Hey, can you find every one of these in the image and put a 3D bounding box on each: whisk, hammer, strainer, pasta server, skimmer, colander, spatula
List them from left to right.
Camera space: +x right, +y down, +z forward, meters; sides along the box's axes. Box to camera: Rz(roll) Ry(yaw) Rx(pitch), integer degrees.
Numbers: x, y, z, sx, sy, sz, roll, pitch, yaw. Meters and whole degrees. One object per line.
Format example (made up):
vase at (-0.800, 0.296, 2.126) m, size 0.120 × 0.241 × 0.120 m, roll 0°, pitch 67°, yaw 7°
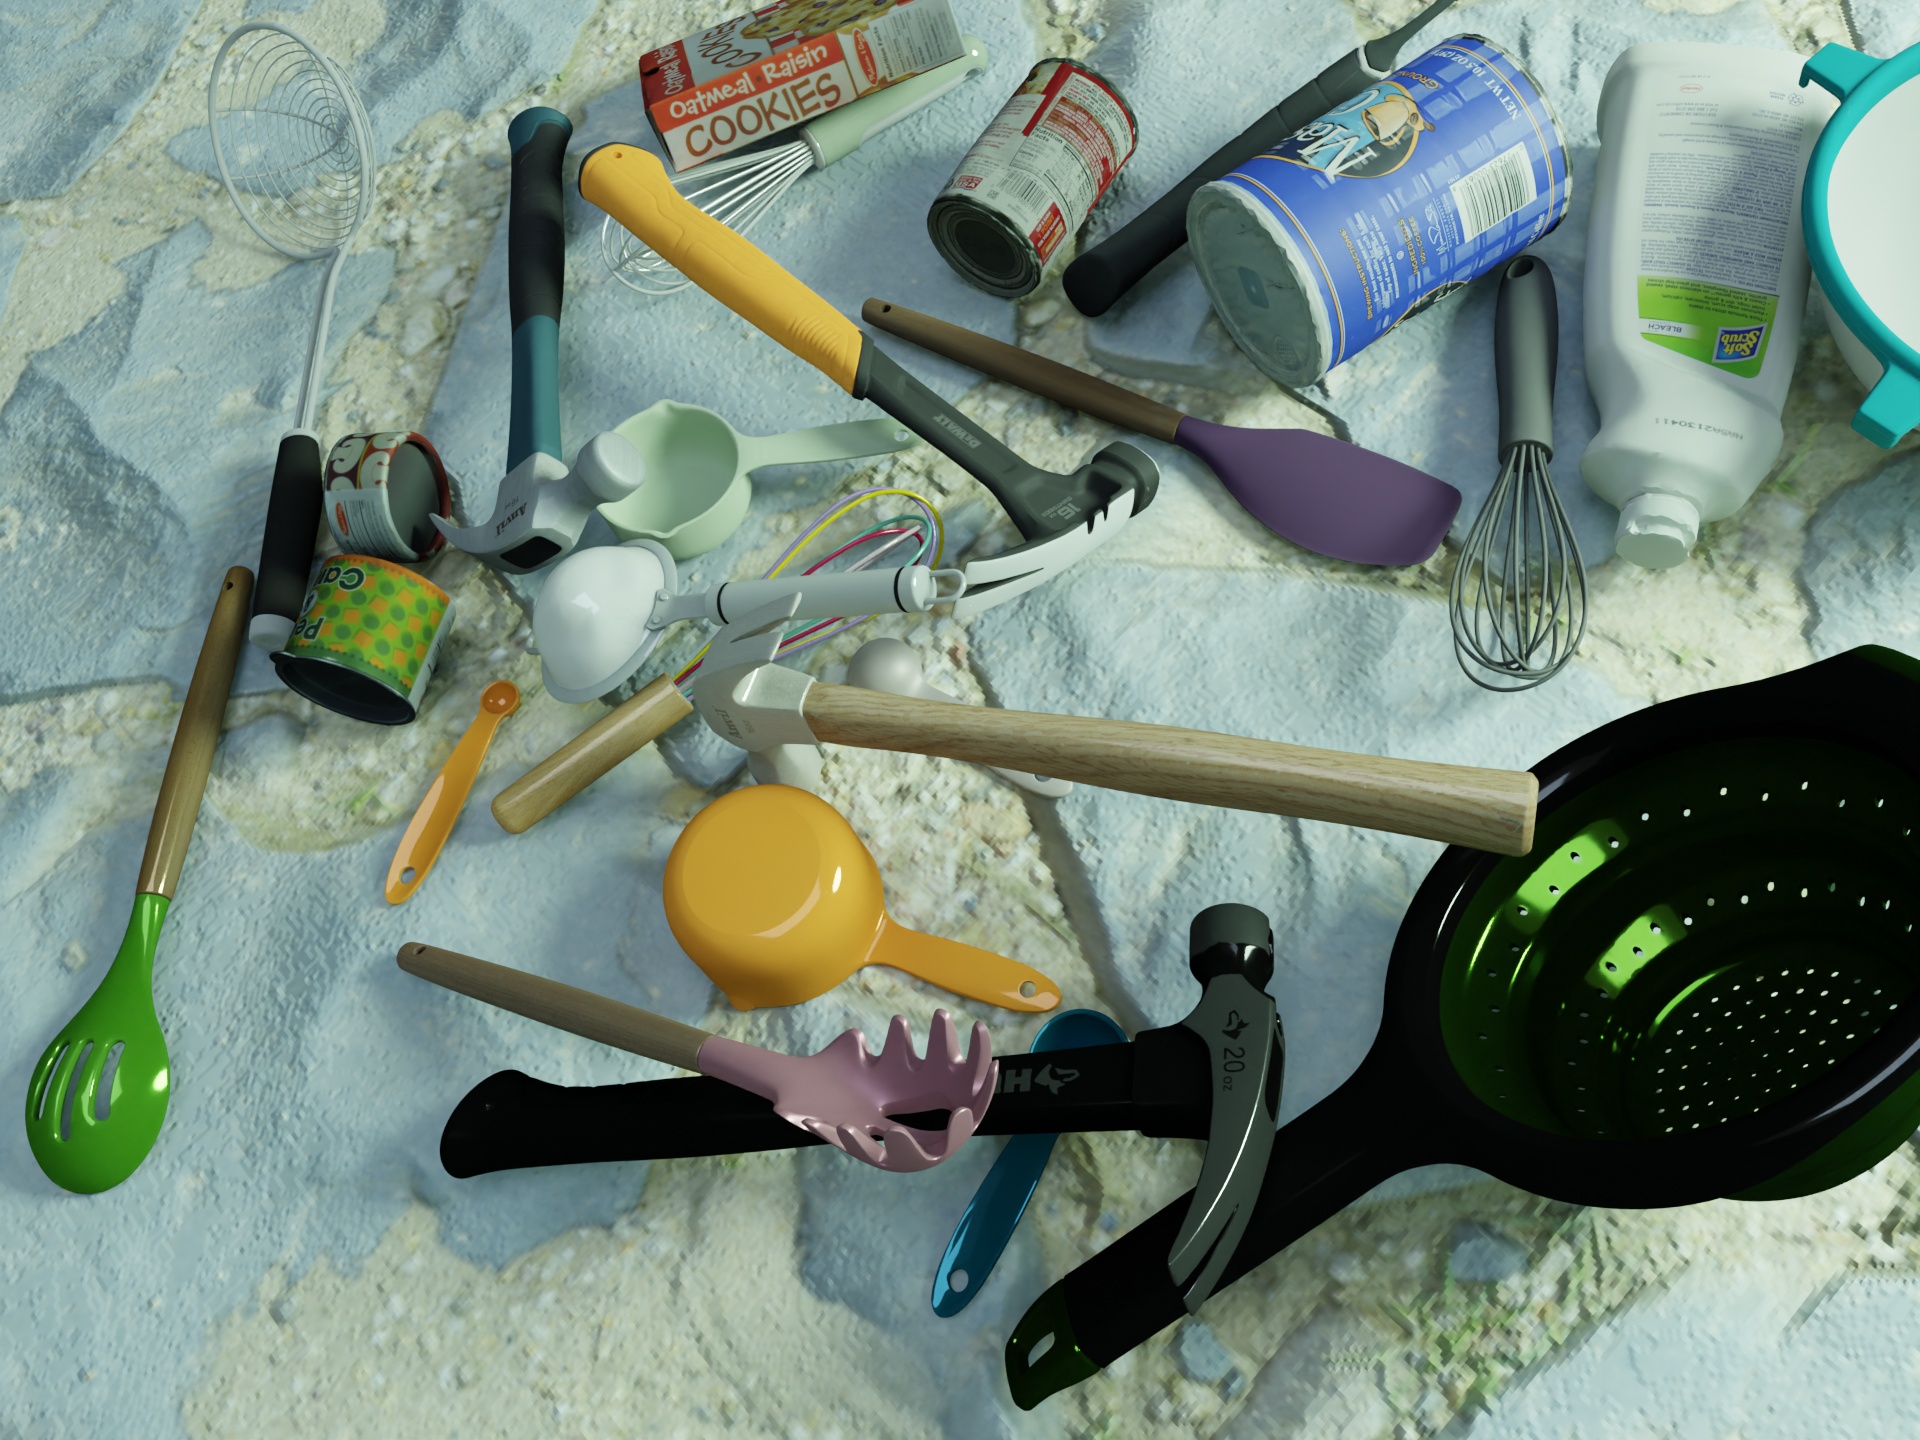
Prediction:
skimmer at (-0.375, -0.211, 0.853) m, size 0.127 × 0.090 × 0.364 m, roll -24°, pitch 58°, yaw 37°
hammer at (-0.221, -0.212, 0.832) m, size 0.128 × 0.033 × 0.331 m, roll -31°, pitch 50°, yaw 28°
pasta server at (-0.118, 0.117, 0.612) m, size 0.316 × 0.040 × 0.060 m, roll 8°, pitch 36°, yaw 35°
strainer at (-0.110, -0.052, 0.695) m, size 0.258 × 0.050 × 0.087 m, roll -2°, pitch 63°, yaw 30°
whisk at (-0.108, -0.023, 0.728) m, size 0.245 × 0.047 × 0.051 m, roll -36°, pitch 50°, yaw -2°
whisk at (-0.087, -0.309, 0.870) m, size 0.246 × 0.058 × 0.059 m, roll -34°, pitch 96°, yaw -9°
hammer at (-0.070, -0.177, 0.754) m, size 0.337 × 0.034 × 0.127 m, roll 40°, pitch 52°, yaw 20°
hammer at (-0.048, 0.150, 0.596) m, size 0.335 × 0.035 × 0.146 m, roll -8°, pitch 42°, yaw 18°
hammer at (0.047, 0.010, 0.612) m, size 0.331 × 0.129 × 0.031 m, roll 8°, pitch 63°, yaw 20°
spatula at (0.082, -0.146, 0.760) m, size 0.316 × 0.018 × 0.060 m, roll 27°, pitch 72°, yaw 22°
hammer at (0.216, -0.338, 0.790) m, size 0.409 × 0.149 × 0.036 m, roll -39°, pitch 98°, yaw 1°
colander at (0.192, 0.140, 0.549) m, size 0.397 × 0.094 × 0.205 m, roll -38°, pitch 23°, yaw 11°
whisk at (0.244, -0.116, 0.696) m, size 0.055 × 0.055 × 0.239 m, roll 4°, pitch 59°, yaw 14°
strainer at (0.510, -0.179, 0.643) m, size 0.340 × 0.095 × 0.211 m, roll 1°, pitch 67°, yaw 9°

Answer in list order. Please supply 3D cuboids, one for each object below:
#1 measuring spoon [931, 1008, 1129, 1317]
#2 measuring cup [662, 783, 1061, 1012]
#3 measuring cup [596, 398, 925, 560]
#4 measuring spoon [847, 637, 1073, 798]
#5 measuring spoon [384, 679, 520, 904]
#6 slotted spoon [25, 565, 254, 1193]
measuring spoon at (0.027, 0.172, 0.613) m, size 0.042 × 0.021 × 0.128 m, roll 25°, pitch 80°, yaw 33°
measuring cup at (-0.042, 0.081, 0.650) m, size 0.174 × 0.052 × 0.095 m, roll 16°, pitch 68°, yaw 21°
measuring cup at (-0.095, -0.120, 0.777) m, size 0.167 × 0.038 × 0.083 m, roll -8°, pitch 62°, yaw 3°
measuring spoon at (-0.001, -0.002, 0.704) m, size 0.124 × 0.018 × 0.034 m, roll 32°, pitch 74°, yaw 24°
measuring spoon at (-0.236, 0.034, 0.744) m, size 0.021 × 0.011 × 0.117 m, roll 17°, pitch 72°, yaw 19°
slotted spoon at (-0.376, 0.060, 0.750) m, size 0.070 × 0.031 × 0.314 m, roll -4°, pitch 61°, yaw 10°
